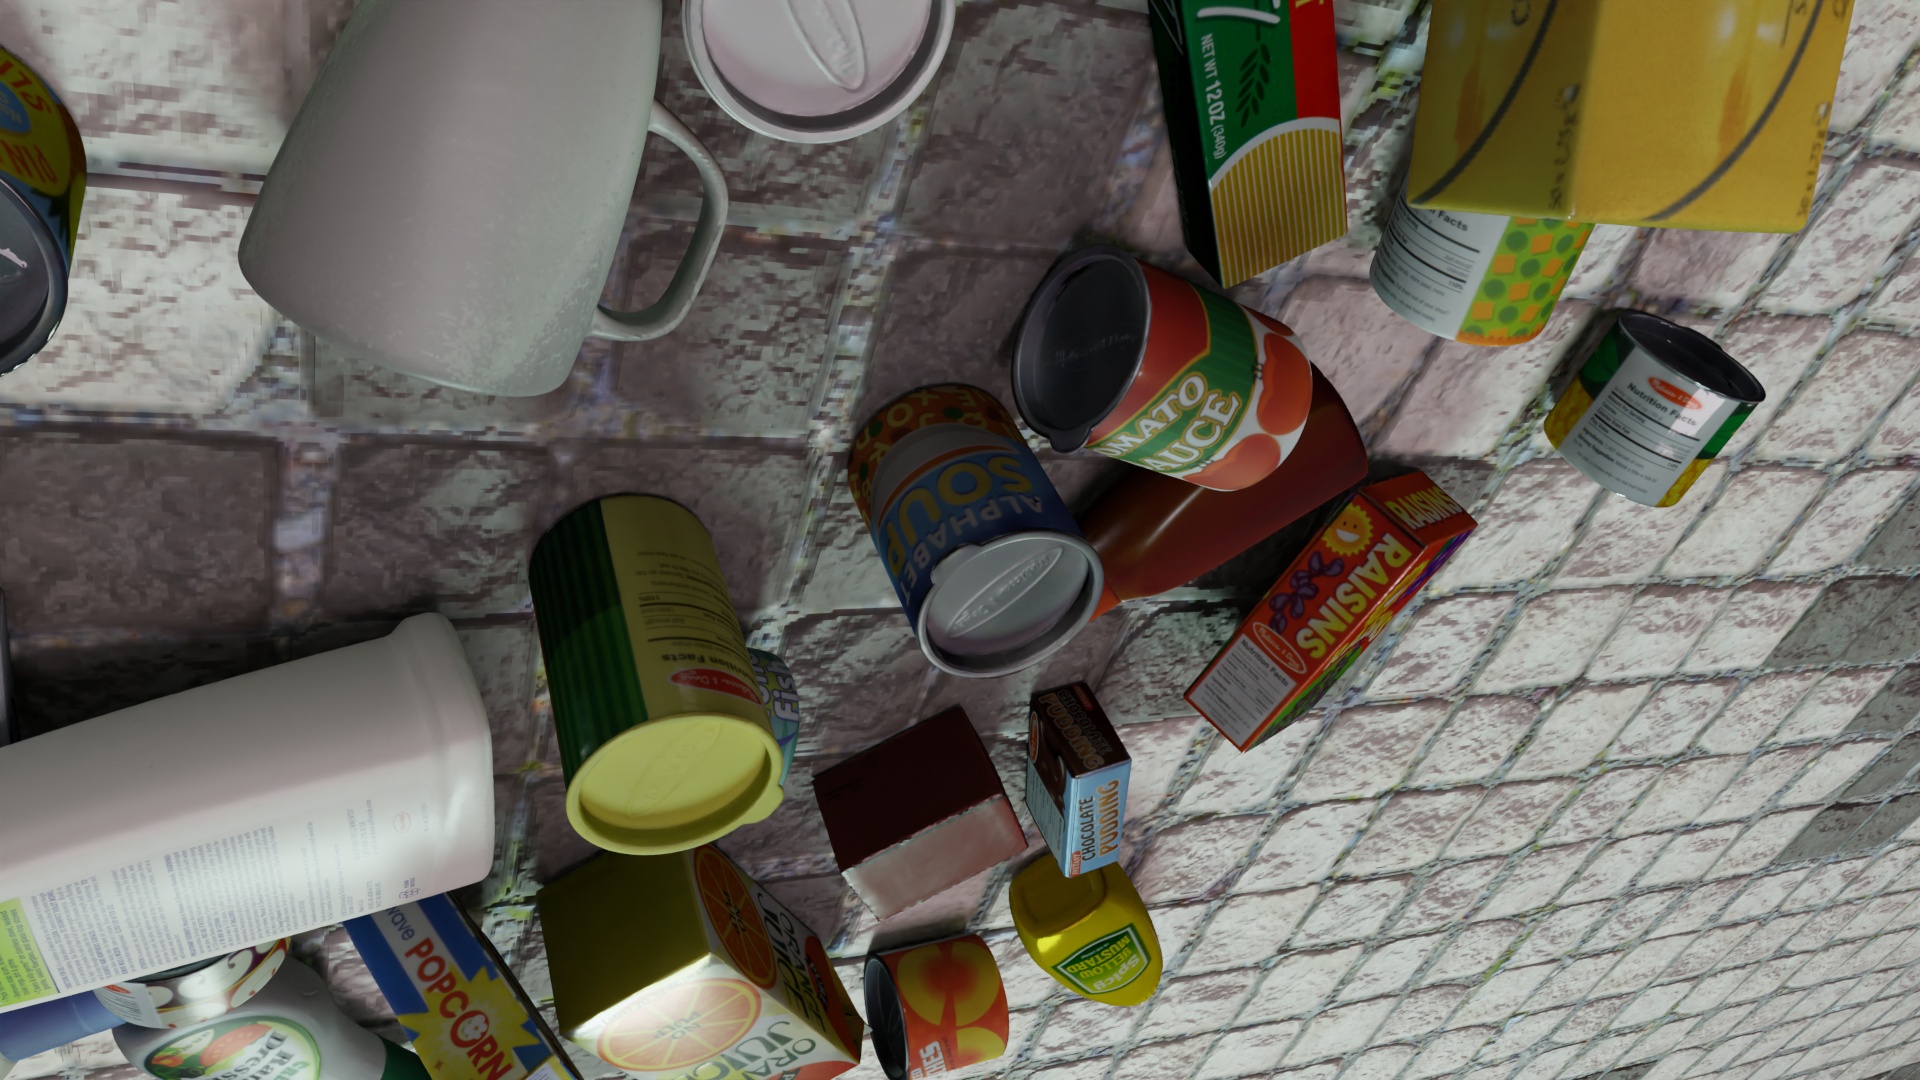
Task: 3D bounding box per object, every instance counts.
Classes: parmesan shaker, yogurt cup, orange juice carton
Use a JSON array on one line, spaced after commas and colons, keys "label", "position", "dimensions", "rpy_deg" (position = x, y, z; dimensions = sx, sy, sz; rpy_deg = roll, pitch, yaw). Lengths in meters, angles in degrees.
[{"label": "parmesan shaker", "position": [-0.102, 0.043, 0.461], "dimensions": [0.071, 0.103, 0.071], "rpy_deg": [-14, 135, -14]}, {"label": "yogurt cup", "position": [-0.041, -0.143, 0.351], "dimensions": [0.072, 0.054, 0.072], "rpy_deg": [-14, 135, -14]}, {"label": "orange juice carton", "position": [-0.108, 0.211, 0.640], "dimensions": [0.072, 0.073, 0.192], "rpy_deg": [-29, 138, 1]}]

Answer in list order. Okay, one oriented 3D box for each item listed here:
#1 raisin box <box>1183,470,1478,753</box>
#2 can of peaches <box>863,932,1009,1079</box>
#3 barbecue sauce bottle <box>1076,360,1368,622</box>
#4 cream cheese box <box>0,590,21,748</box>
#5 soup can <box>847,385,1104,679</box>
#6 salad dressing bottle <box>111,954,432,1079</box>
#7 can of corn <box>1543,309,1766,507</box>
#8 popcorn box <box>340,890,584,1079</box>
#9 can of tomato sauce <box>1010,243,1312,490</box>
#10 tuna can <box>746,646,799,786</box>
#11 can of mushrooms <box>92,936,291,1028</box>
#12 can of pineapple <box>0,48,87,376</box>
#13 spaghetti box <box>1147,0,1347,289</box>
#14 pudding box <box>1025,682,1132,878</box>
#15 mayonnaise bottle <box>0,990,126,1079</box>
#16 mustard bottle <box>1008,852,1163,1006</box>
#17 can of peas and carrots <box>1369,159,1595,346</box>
[{"label": "raisin box", "position": [0.162, 0.030, 0.607], "dimensions": [0.086, 0.040, 0.123], "rpy_deg": [-11, 142, -55]}, {"label": "can of peaches", "position": [-0.012, 0.245, 0.723], "dimensions": [0.058, 0.071, 0.070], "rpy_deg": [-7, 133, -23]}, {"label": "barbecue sauce bottle", "position": [0.086, -0.010, 0.549], "dimensions": [0.148, 0.044, 0.064], "rpy_deg": [-32, 142, 5]}, {"label": "cream cheese box", "position": [-0.321, 0.060, 0.425], "dimensions": [0.053, 0.024, 0.103], "rpy_deg": [0, 131, -29]}, {"label": "soup can", "position": [0.002, -0.006, 0.481], "dimensions": [0.071, 0.084, 0.071], "rpy_deg": [-14, 135, -14]}, {"label": "salad dressing bottle", "position": [-0.277, 0.211, 0.577], "dimensions": [0.064, 0.044, 0.147], "rpy_deg": [-30, 137, 1]}, {"label": "can of corn", "position": [0.296, -0.057, 0.596], "dimensions": [0.071, 0.071, 0.058], "rpy_deg": [3, 130, -29]}, {"label": "popcorn box", "position": [-0.187, 0.183, 0.533], "dimensions": [0.038, 0.127, 0.084], "rpy_deg": [-35, 141, -23]}, {"label": "can of tomato sauce", "position": [0.070, -0.055, 0.478], "dimensions": [0.083, 0.071, 0.071], "rpy_deg": [14, 123, -36]}, {"label": "tuna can", "position": [-0.090, 0.069, 0.519], "dimensions": [0.033, 0.071, 0.070], "rpy_deg": [17, 121, -39]}, {"label": "can of mushrooms", "position": [-0.272, 0.133, 0.491], "dimensions": [0.071, 0.071, 0.033], "rpy_deg": [-7, 133, -21]}, {"label": "can of pineapple", "position": [-0.236, -0.077, 0.312], "dimensions": [0.071, 0.058, 0.070], "rpy_deg": [-14, 136, -14]}, {"label": "spaghetti box", "position": [0.075, -0.180, 0.392], "dimensions": [0.050, 0.029, 0.248], "rpy_deg": [-25, 137, -4]}, {"label": "pudding box", "position": [0.053, 0.112, 0.645], "dimensions": [0.030, 0.050, 0.083], "rpy_deg": [-15, 136, -15]}, {"label": "mayonnaise bottle", "position": [-0.376, 0.180, 0.487], "dimensions": [0.148, 0.065, 0.041], "rpy_deg": [-17, 139, -16]}, {"label": "mustard bottle", "position": [0.080, 0.221, 0.762], "dimensions": [0.065, 0.049, 0.159], "rpy_deg": [-30, 137, 5]}, {"label": "can of peas and carrots", "position": [0.187, -0.110, 0.488], "dimensions": [0.071, 0.071, 0.058], "rpy_deg": [-8, 134, -20]}]
